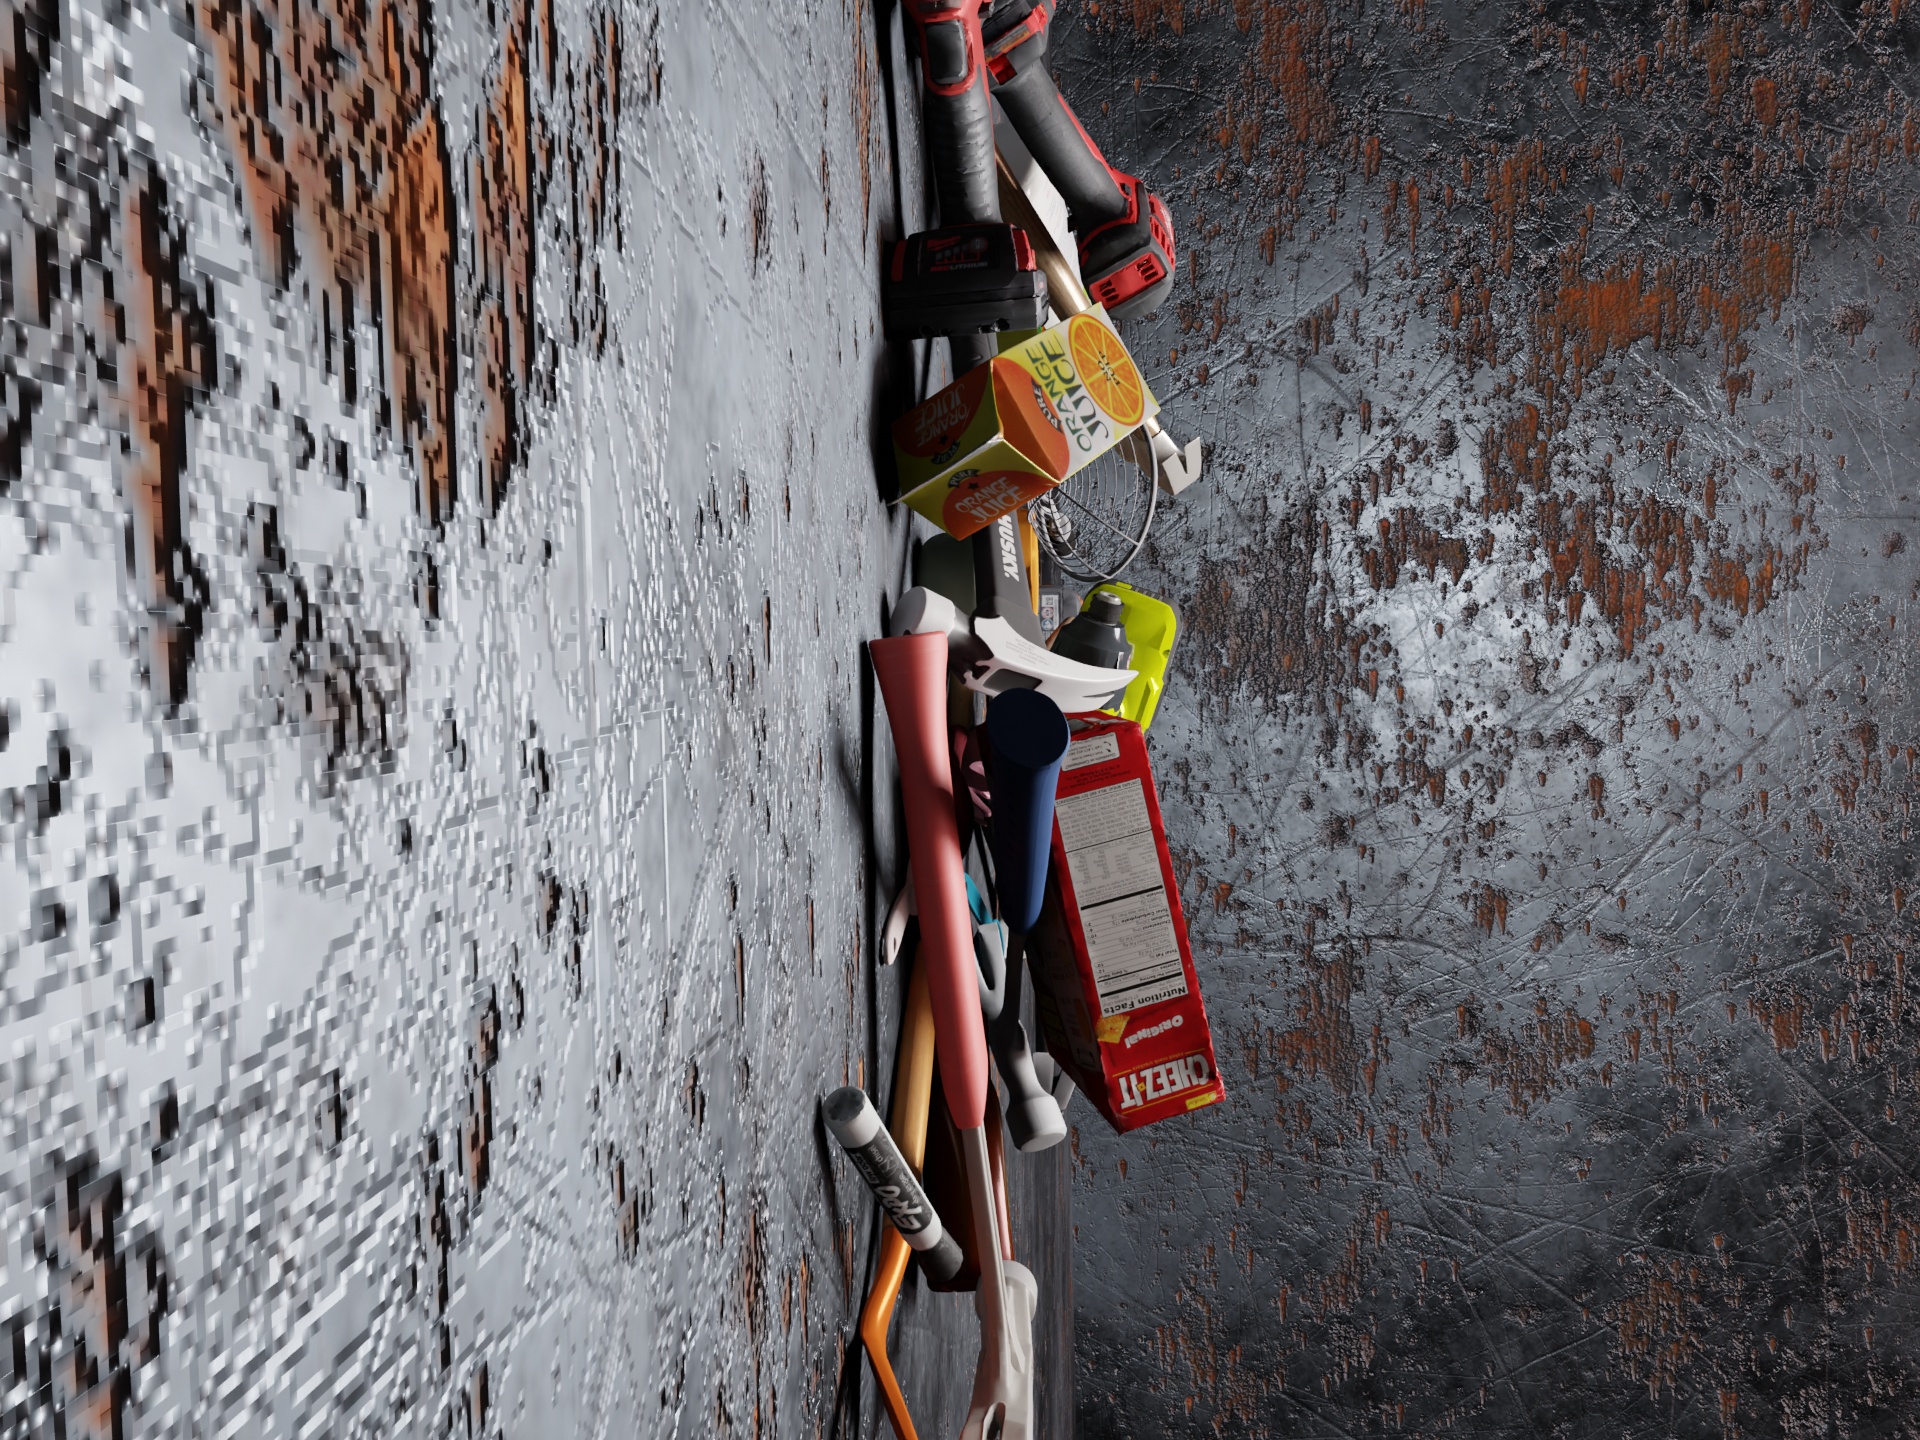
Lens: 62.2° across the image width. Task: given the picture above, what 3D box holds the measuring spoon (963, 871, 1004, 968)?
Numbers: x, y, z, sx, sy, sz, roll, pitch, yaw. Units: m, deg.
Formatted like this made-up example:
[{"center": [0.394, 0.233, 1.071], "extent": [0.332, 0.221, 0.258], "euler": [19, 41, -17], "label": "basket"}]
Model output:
[{"center": [0.009, 0.147, 1.169], "extent": [0.128, 0.021, 0.042], "euler": [67, 21, -51], "label": "measuring spoon"}]

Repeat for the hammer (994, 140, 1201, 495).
[{"center": [0.076, -0.283, 1.087], "extent": [0.331, 0.031, 0.130], "euler": [51, 2, -34], "label": "hammer"}]

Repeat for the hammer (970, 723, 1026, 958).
[{"center": [0.032, 0.095, 1.288], "extent": [0.330, 0.033, 0.128], "euler": [78, 12, -60], "label": "hammer"}]

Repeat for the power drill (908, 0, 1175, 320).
[{"center": [0.063, -0.366, 0.987], "extent": [0.219, 0.078, 0.143], "euler": [52, 26, -29], "label": "power drill"}]

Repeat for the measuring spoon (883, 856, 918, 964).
[{"center": [-0.024, 0.099, 0.822], "extent": [0.124, 0.018, 0.034], "euler": [-64, 153, -75], "label": "measuring spoon"}]

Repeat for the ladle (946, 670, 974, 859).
[{"center": [-0.002, -0.003, 1.024], "extent": [0.316, 0.031, 0.069], "euler": [-84, 171, -59], "label": "ladle"}]

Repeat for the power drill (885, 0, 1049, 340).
[{"center": [-0.005, -0.312, 0.808], "extent": [0.188, 0.080, 0.226], "euler": [-69, 155, -74], "label": "power drill"}]

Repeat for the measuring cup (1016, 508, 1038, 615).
[{"center": [0.034, -0.081, 1.251], "extent": [0.095, 0.052, 0.173], "euler": [-73, 163, -71], "label": "measuring cup"}]

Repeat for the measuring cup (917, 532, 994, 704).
[{"center": [0.001, -0.039, 0.965], "extent": [0.083, 0.038, 0.167], "euler": [-83, 169, -50], "label": "measuring cup"}]

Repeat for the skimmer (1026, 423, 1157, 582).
[{"center": [0.102, -0.156, 1.217], "extent": [0.363, 0.090, 0.127], "euler": [8, 81, -84], "label": "skimmer"}]

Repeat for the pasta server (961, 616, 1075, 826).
[{"center": [0.048, -0.015, 1.159], "extent": [0.316, 0.040, 0.060], "euler": [-51, 159, -60], "label": "pasta server"}]

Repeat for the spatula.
[{"center": [-0.018, 0.222, 0.750], "extent": [0.323, 0.041, 0.081], "euler": [-85, 168, -52], "label": "spatula"}]

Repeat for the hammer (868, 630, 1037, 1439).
[{"center": [-0.002, 0.139, 0.738], "extent": [0.149, 0.036, 0.359], "euler": [-44, 127, -84], "label": "hammer"}]

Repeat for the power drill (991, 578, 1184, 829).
[{"center": [0.091, -0.019, 1.087], "extent": [0.223, 0.080, 0.171], "euler": [-43, 152, -69], "label": "power drill"}]

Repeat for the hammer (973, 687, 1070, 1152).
[{"center": [0.027, 0.103, 0.848], "extent": [0.405, 0.035, 0.144], "euler": [89, -17, -58], "label": "hammer"}]

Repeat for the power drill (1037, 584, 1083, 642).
[{"center": [0.071, -0.040, 1.471], "extent": [0.226, 0.084, 0.164], "euler": [42, 47, -87], "label": "power drill"}]

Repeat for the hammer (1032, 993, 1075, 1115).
[{"center": [0.058, 0.118, 1.149], "extent": [0.127, 0.034, 0.337], "euler": [99, -7, -56], "label": "hammer"}]

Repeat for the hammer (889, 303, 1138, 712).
[{"center": [0.020, -0.144, 0.929], "extent": [0.035, 0.146, 0.335], "euler": [-42, -142, 36], "label": "hammer"}]
